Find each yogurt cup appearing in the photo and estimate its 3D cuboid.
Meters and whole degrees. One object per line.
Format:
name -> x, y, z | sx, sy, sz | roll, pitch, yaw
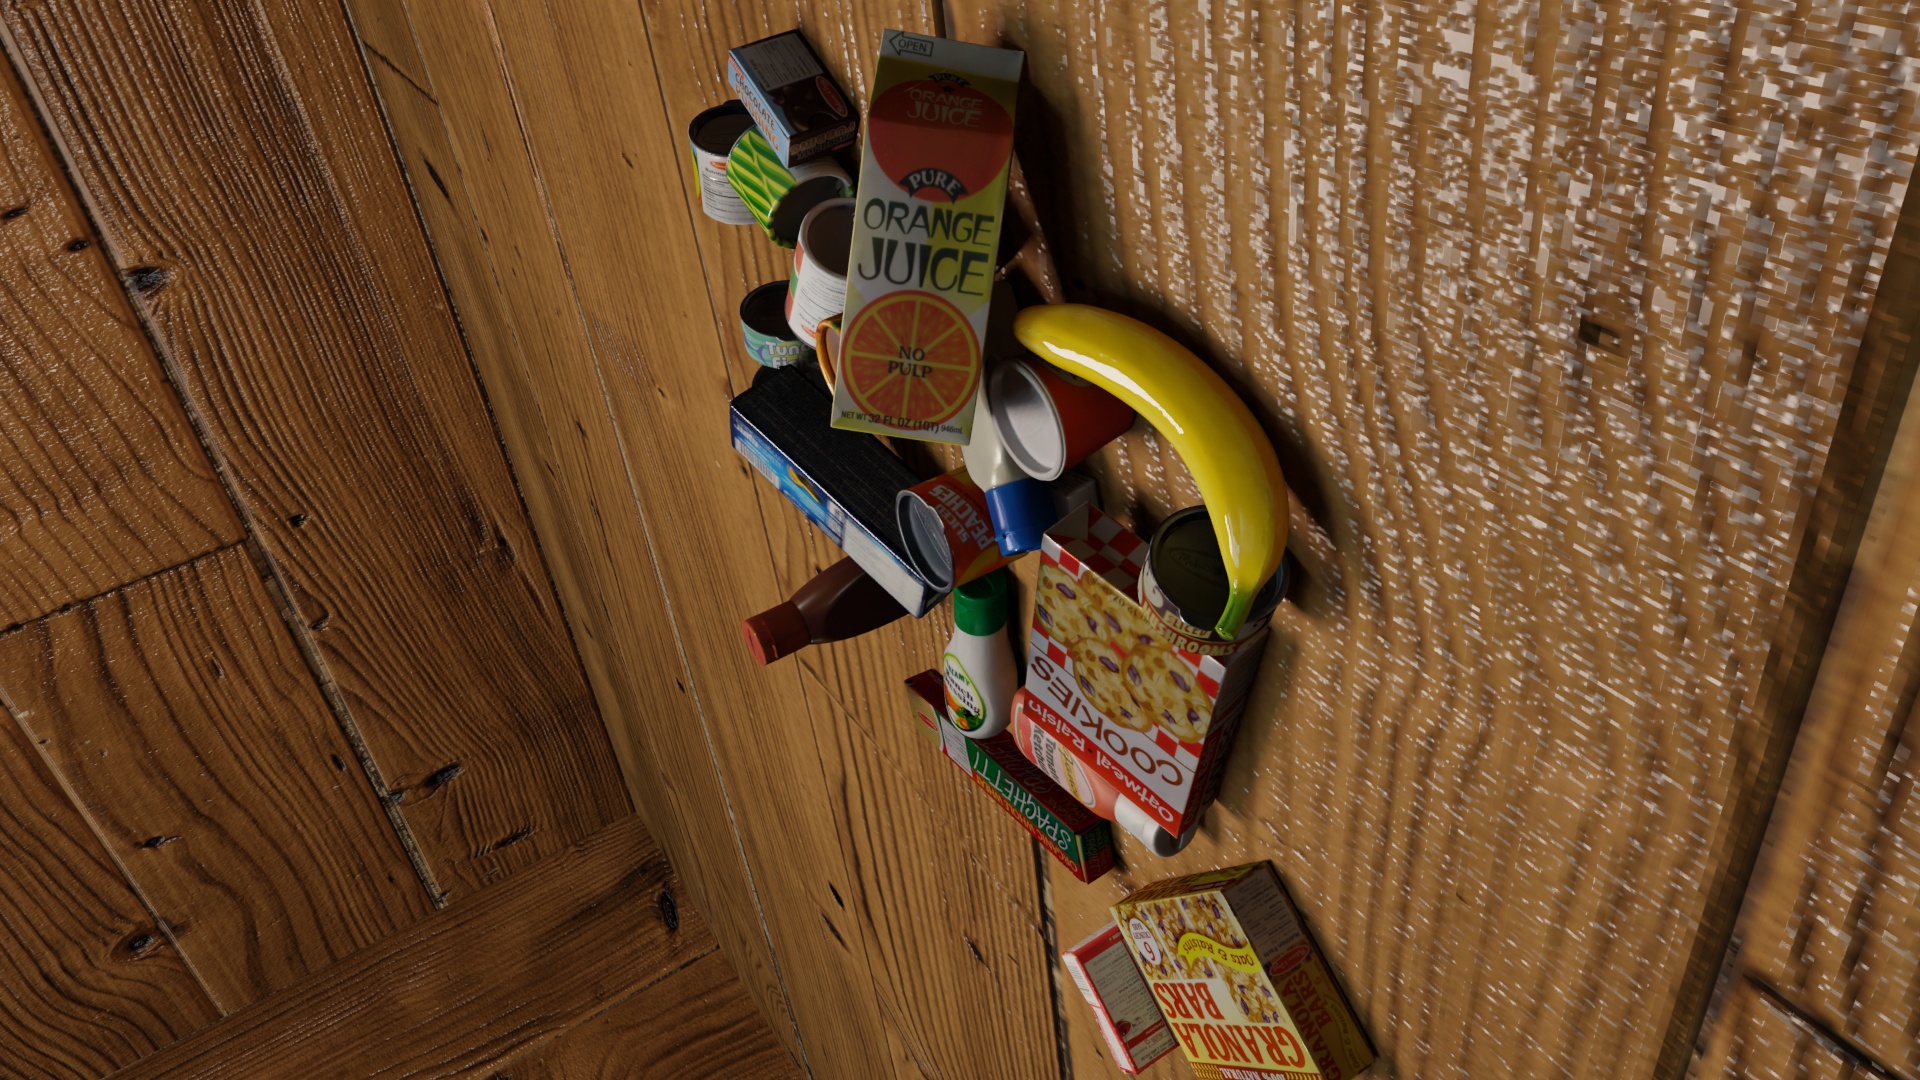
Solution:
yogurt cup -> 0.054, -0.072, 0.722 | 0.072, 0.054, 0.072 | 48, 152, 36

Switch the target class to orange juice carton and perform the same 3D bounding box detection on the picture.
orange juice carton -> -0.016, -0.151, 0.694 | 0.073, 0.072, 0.192 | -88, 6, -76

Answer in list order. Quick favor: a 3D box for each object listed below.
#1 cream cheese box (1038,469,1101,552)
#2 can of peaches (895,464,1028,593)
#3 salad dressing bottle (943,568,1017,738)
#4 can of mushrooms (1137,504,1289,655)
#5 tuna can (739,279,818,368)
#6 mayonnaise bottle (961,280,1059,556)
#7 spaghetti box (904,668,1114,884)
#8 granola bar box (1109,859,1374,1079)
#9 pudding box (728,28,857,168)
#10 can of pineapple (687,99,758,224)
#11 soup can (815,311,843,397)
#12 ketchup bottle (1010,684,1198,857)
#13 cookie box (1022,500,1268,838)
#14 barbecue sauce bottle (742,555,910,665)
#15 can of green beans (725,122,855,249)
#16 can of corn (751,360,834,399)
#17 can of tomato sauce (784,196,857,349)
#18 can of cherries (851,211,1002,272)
cream cheese box -> 0.047, -0.022, 0.827 | 0.104, 0.024, 0.053 | 31, 139, 54
can of peaches -> 0.003, -0.010, 0.825 | 0.071, 0.058, 0.070 | 47, 150, 39
salad dressing bottle -> 0.014, 0.078, 0.978 | 0.064, 0.044, 0.146 | 46, 151, 37
can of mushrooms -> 0.117, 0.021, 0.654 | 0.071, 0.071, 0.033 | 54, 157, 25
tuna can -> -0.127, -0.157, 1.017 | 0.071, 0.071, 0.032 | 49, 154, 35
mayonnaise bottle -> 0.022, -0.066, 0.778 | 0.064, 0.041, 0.148 | -26, 78, 64
spaghetti box -> 0.032, 0.173, 1.056 | 0.250, 0.029, 0.050 | 34, 142, 52
granola bar box -> 0.164, 0.264, 0.841 | 0.124, 0.039, 0.165 | 62, 157, 9
pudding box -> -0.107, -0.278, 0.872 | 0.084, 0.050, 0.030 | 57, 158, 20
can of pineapple -> -0.154, -0.265, 0.973 | 0.071, 0.071, 0.057 | 50, 153, 32
soup can -> -0.037, -0.117, 0.839 | 0.071, 0.084, 0.071 | 48, 153, 36
ketchup bottle -> 0.090, 0.145, 0.879 | 0.149, 0.044, 0.064 | 35, 143, 50
cookie box -> 0.096, 0.075, 0.770 | 0.123, 0.040, 0.166 | 38, 147, 27
barbecue sauce bottle -> -0.088, 0.046, 1.032 | 0.044, 0.149, 0.064 | 40, 147, 45
can of green beans -> -0.110, -0.233, 0.905 | 0.058, 0.071, 0.071 | 54, 155, 23
can of corn -> -0.127, -0.100, 1.082 | 0.071, 0.071, 0.058 | 54, 156, 24
can of tomato sauce -> -0.075, -0.171, 0.894 | 0.071, 0.071, 0.082 | 59, 156, 16
can of cherries -> -0.020, -0.164, 0.768 | 0.058, 0.072, 0.071 | 66, 158, -2
